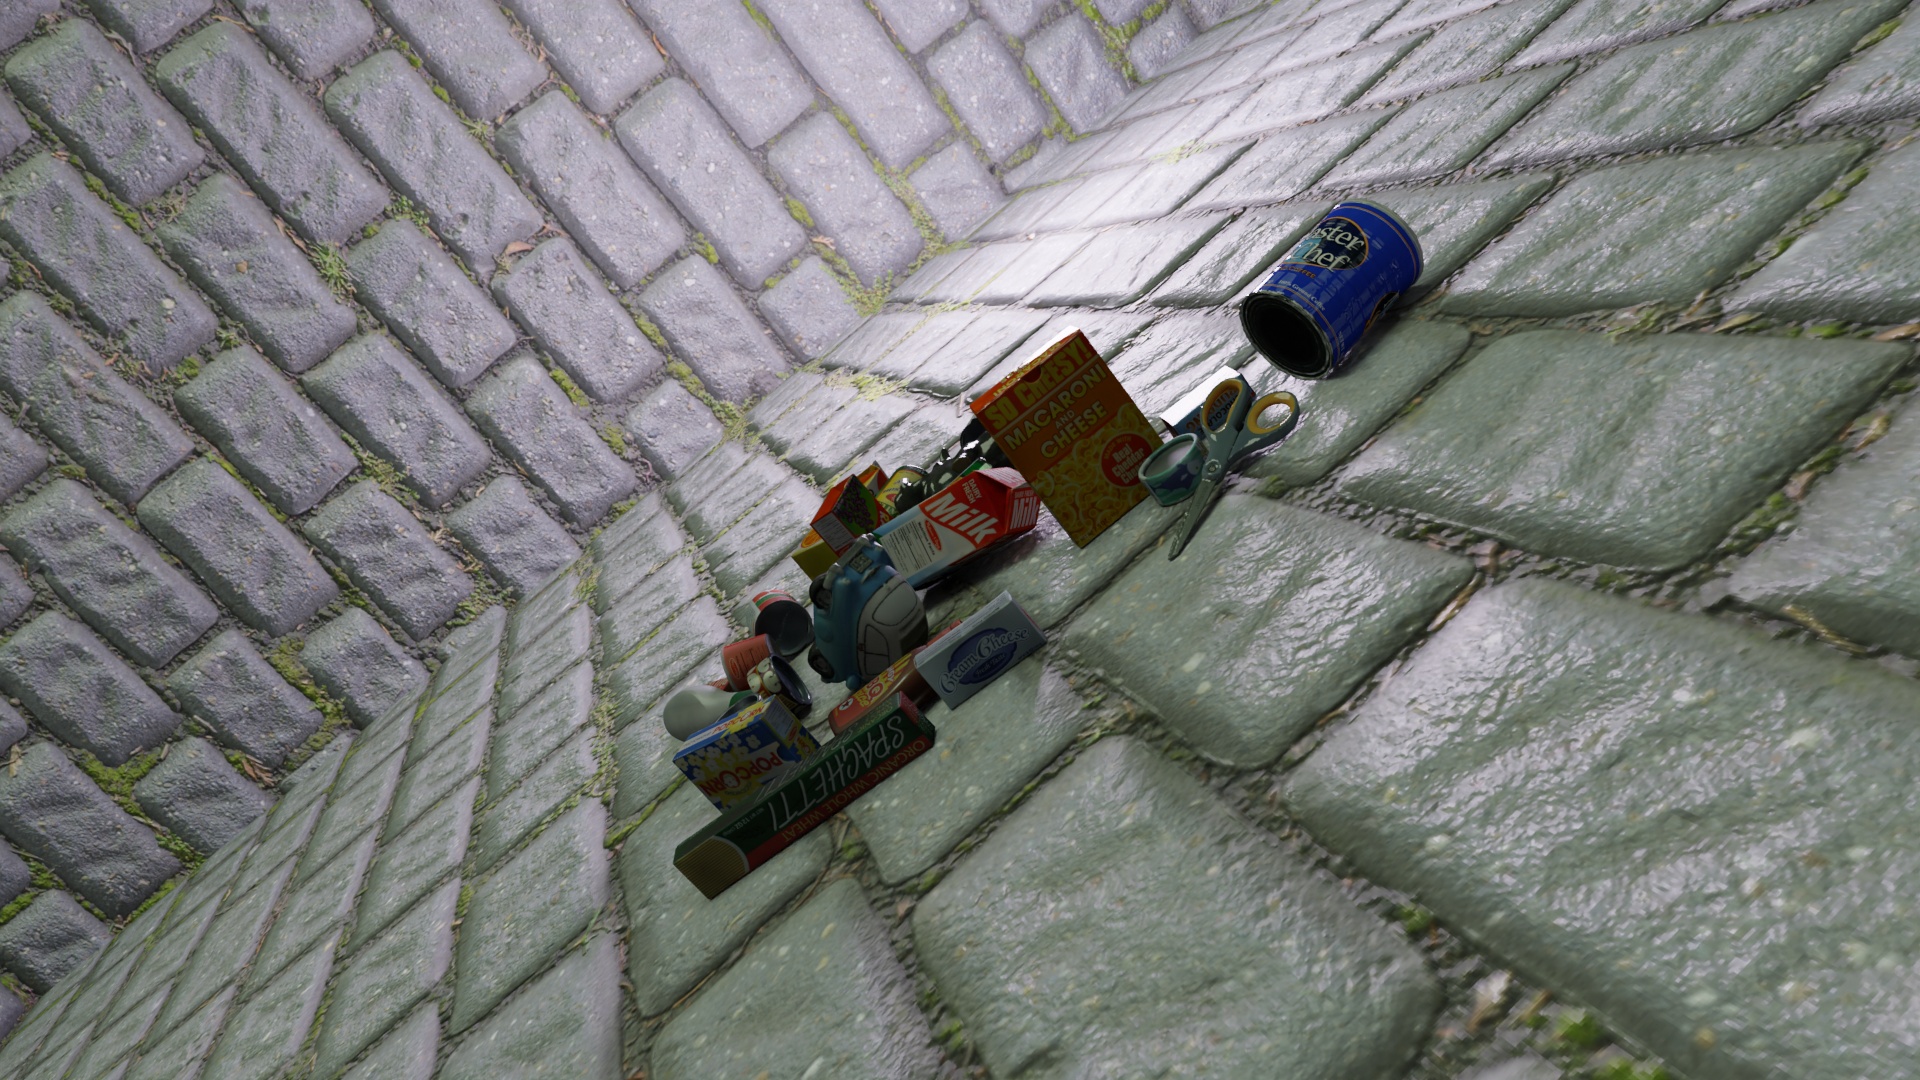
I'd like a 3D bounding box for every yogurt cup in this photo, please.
[{"bbox_3d":[-0.228,0.139,1.543,0.054,0.072,0.072,-25,19,4],"label":"yogurt cup"}]

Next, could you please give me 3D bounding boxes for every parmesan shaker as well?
[{"bbox_3d":[-0.077,-0.038,1.667,0.071,0.071,0.103,-23,24,41],"label":"parmesan shaker"}]

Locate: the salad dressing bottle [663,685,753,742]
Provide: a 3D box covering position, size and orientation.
[{"bbox_3d":[-0.261,0.186,1.506,0.147,0.064,0.044,-13,1,39],"label":"salad dressing bottle"}]

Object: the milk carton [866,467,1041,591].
[{"bbox_3d":[0.005,-0.018,1.416,0.190,0.073,0.072,-30,-9,28],"label":"milk carton"}]

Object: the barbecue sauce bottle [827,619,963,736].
[{"bbox_3d":[-0.048,0.130,1.242,0.148,0.043,0.065,-38,17,2],"label":"barbecue sauce bottle"}]

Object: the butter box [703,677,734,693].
[{"bbox_3d":[-0.298,0.191,1.619,0.103,0.024,0.053,-21,25,44],"label":"butter box"}]

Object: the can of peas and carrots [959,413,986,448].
[{"bbox_3d":[0.038,-0.131,1.670,0.070,0.071,0.059,-26,20,35],"label":"can of peas and carrots"}]

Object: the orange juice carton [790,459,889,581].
[{"bbox_3d":[-0.124,-0.021,1.722,0.073,0.071,0.194,-24,23,38],"label":"orange juice carton"}]

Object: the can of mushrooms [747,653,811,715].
[{"bbox_3d":[-0.186,0.152,1.423,0.033,0.071,0.071,-38,17,5],"label":"can of mushrooms"}]

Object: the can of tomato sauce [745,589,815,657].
[{"bbox_3d":[-0.210,0.095,1.615,0.071,0.071,0.083,-41,16,-8],"label":"can of tomato sauce"}]

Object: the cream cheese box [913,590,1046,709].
[{"bbox_3d":[0.016,0.094,1.187,0.103,0.053,0.024,-36,19,8],"label":"cream cheese box"}]

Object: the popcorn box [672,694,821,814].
[{"bbox_3d":[-0.192,0.202,1.280,0.126,0.085,0.038,-27,20,33],"label":"popcorn box"}]

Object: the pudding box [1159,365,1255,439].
[{"bbox_3d":[0.238,-0.129,1.336,0.083,0.030,0.050,-38,18,4],"label":"pudding box"}]

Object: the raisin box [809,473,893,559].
[{"bbox_3d":[-0.103,-0.003,1.547,0.040,0.123,0.086,-32,18,27],"label":"raisin box"}]

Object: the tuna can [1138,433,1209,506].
[{"bbox_3d":[0.198,-0.066,1.255,0.071,0.032,0.071,-35,18,13],"label":"tuna can"}]

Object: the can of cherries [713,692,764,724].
[{"bbox_3d":[-0.207,0.195,1.371,0.071,0.058,0.072,-34,18,13],"label":"can of cherries"}]

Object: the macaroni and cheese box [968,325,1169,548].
[{"bbox_3d":[0.107,-0.096,1.287,0.124,0.166,0.040,-39,17,0],"label":"macaroni and cheese box"}]

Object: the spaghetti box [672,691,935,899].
[{"bbox_3d":[-0.134,0.218,1.183,0.250,0.050,0.029,-36,19,10],"label":"spaghetti box"}]

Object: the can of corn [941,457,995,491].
[{"bbox_3d":[0.022,-0.045,1.504,0.058,0.071,0.071,-42,18,-8],"label":"can of corn"}]
